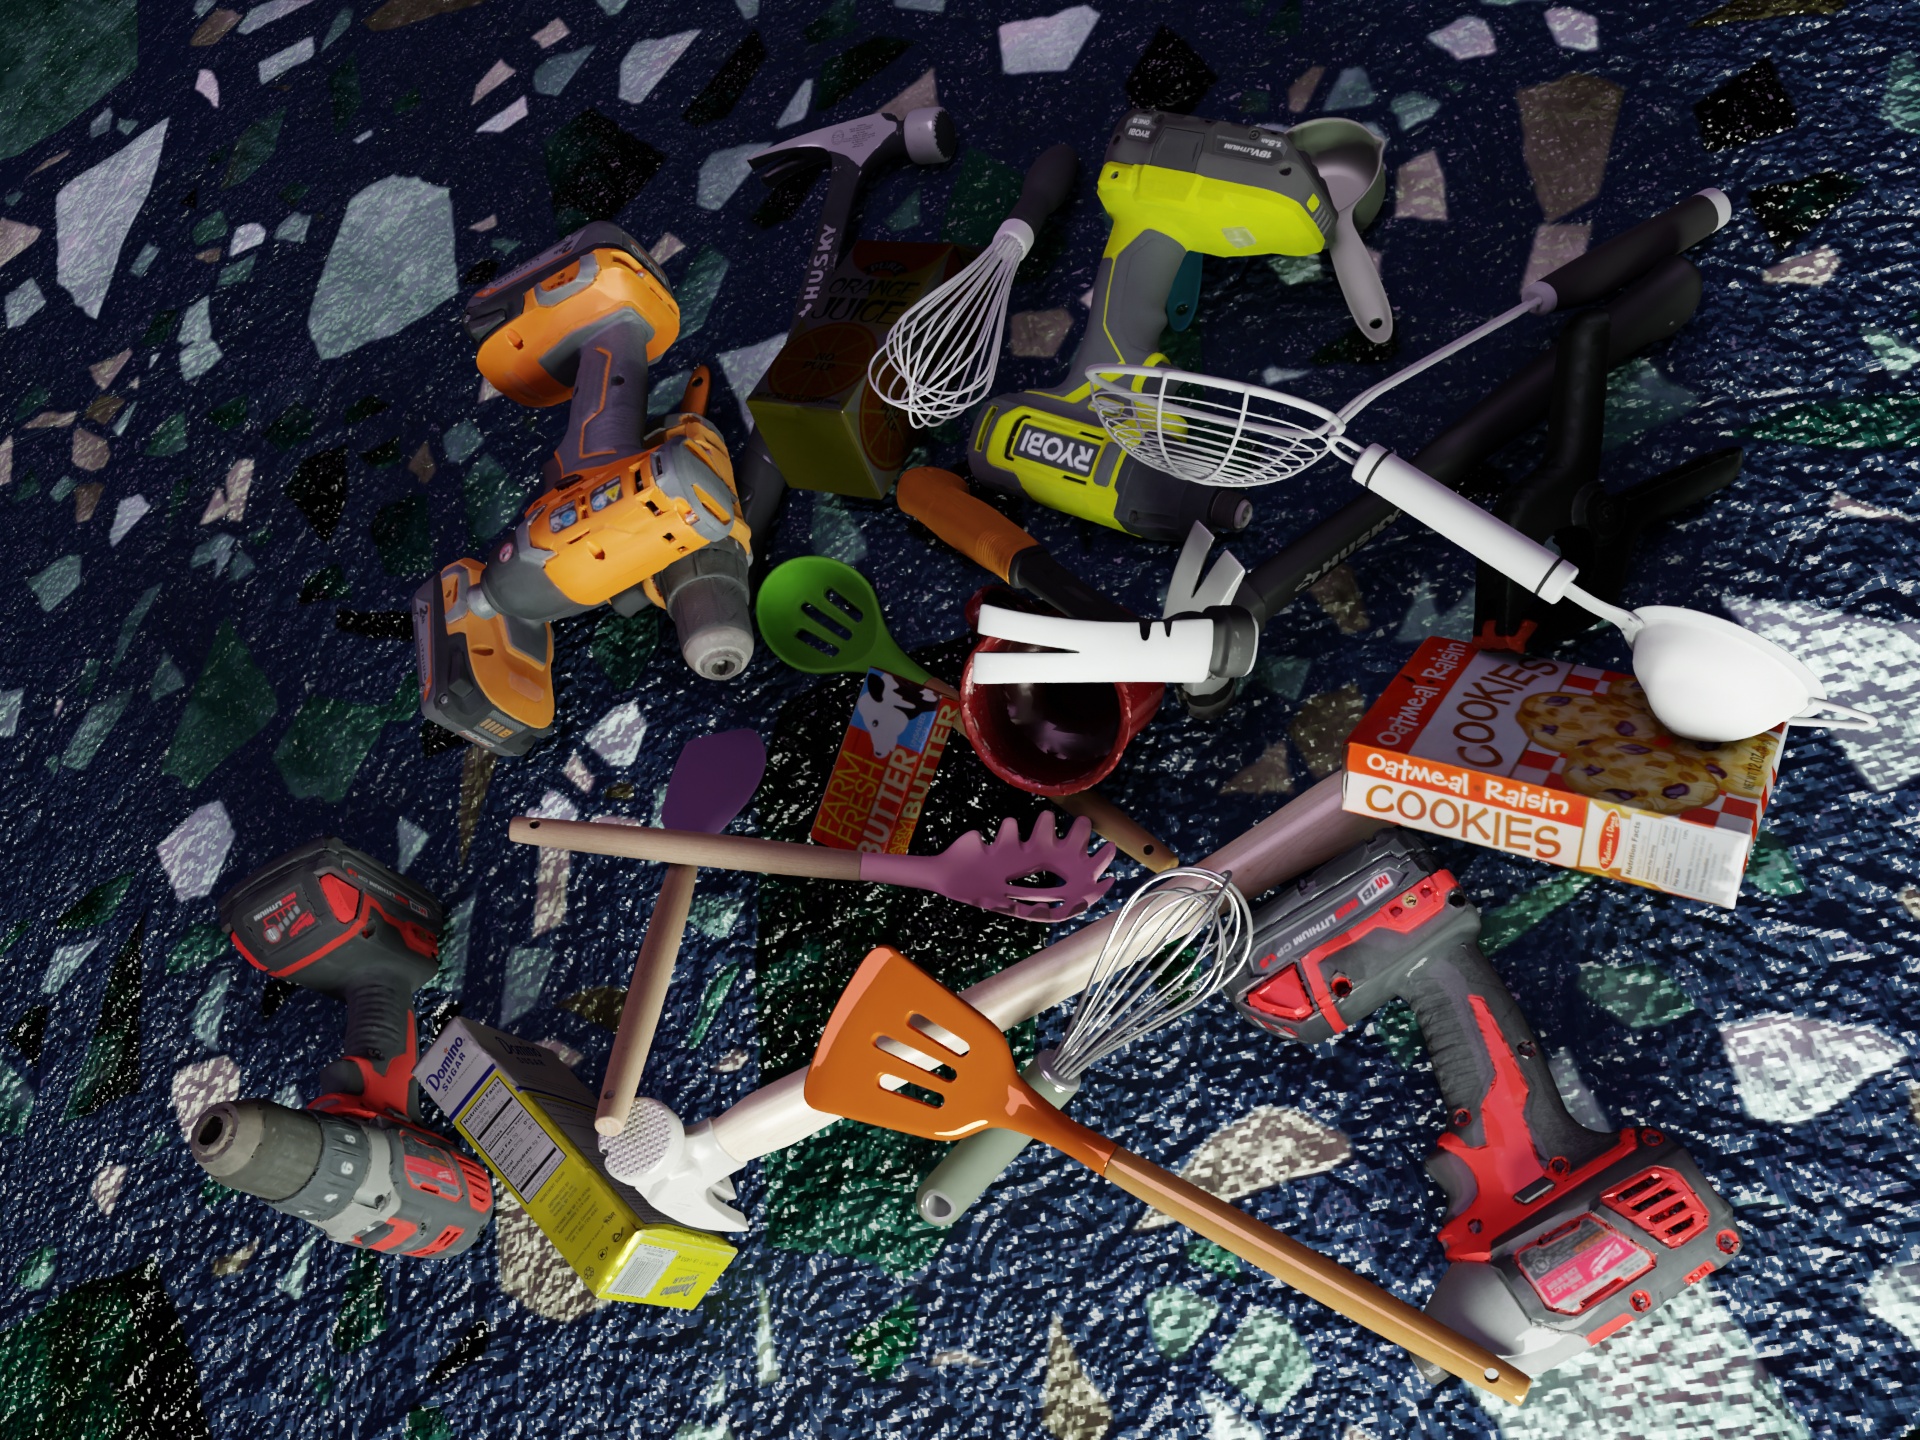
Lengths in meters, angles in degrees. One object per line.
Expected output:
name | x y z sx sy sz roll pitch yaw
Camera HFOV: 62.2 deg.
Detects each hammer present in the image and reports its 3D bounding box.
hammer | -0.115 -0.229 1.045 0.149 0.036 0.409 3 69 26
hammer | 0.033 0.135 0.784 0.410 0.146 0.038 -28 59 -2
hammer | 0.239 -0.131 0.803 0.335 0.146 0.035 -36 65 -5
hammer | 0.019 -0.084 0.817 0.127 0.034 0.337 -1 20 -18

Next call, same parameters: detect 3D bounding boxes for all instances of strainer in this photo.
strainer | 0.267 -0.055 0.697 0.258 0.086 0.050 37 82 19

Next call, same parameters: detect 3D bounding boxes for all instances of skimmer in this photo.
skimmer | 0.236 -0.215 0.804 0.363 0.090 0.127 -29 16 -12

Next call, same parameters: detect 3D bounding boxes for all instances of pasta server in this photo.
pasta server | -0.079 0.069 0.829 0.316 0.040 0.060 6 50 1

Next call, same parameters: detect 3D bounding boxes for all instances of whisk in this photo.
whisk | 0.051 0.157 0.742 0.058 0.059 0.246 39 115 3
whisk | 0.022 -0.270 0.955 0.070 0.070 0.285 5 48 25

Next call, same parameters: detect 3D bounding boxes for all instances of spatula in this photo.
spatula | -0.147 0.092 0.833 0.060 0.018 0.316 -10 32 10
spatula | 0.084 0.200 0.677 0.323 0.041 0.081 25 85 21

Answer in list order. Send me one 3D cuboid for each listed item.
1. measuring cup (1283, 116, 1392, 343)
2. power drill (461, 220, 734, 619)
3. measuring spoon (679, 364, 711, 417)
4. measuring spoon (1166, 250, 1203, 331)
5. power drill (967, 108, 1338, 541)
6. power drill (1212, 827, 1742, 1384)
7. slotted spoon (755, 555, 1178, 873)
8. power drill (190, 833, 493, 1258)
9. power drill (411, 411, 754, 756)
measuring cup | 0.221 -0.275 0.920 0.083 0.038 0.168 -19 63 14
power drill | -0.228 -0.166 0.931 0.164 0.084 0.227 -25 59 15
measuring spoon | -0.187 -0.192 1.072 0.021 0.011 0.117 0 67 23
measuring spoon | 0.143 -0.295 0.979 0.042 0.021 0.129 2 77 24
power drill | 0.117 -0.216 0.897 0.171 0.080 0.223 23 92 31
power drill | 0.211 0.170 0.698 0.143 0.078 0.220 -35 61 5
slotted spoon | -0.001 -0.003 0.896 0.314 0.031 0.070 36 88 30
power drill | -0.346 0.177 0.872 0.080 0.187 0.227 -30 55 7
power drill | -0.222 -0.063 0.968 0.226 0.084 0.186 -30 54 17
